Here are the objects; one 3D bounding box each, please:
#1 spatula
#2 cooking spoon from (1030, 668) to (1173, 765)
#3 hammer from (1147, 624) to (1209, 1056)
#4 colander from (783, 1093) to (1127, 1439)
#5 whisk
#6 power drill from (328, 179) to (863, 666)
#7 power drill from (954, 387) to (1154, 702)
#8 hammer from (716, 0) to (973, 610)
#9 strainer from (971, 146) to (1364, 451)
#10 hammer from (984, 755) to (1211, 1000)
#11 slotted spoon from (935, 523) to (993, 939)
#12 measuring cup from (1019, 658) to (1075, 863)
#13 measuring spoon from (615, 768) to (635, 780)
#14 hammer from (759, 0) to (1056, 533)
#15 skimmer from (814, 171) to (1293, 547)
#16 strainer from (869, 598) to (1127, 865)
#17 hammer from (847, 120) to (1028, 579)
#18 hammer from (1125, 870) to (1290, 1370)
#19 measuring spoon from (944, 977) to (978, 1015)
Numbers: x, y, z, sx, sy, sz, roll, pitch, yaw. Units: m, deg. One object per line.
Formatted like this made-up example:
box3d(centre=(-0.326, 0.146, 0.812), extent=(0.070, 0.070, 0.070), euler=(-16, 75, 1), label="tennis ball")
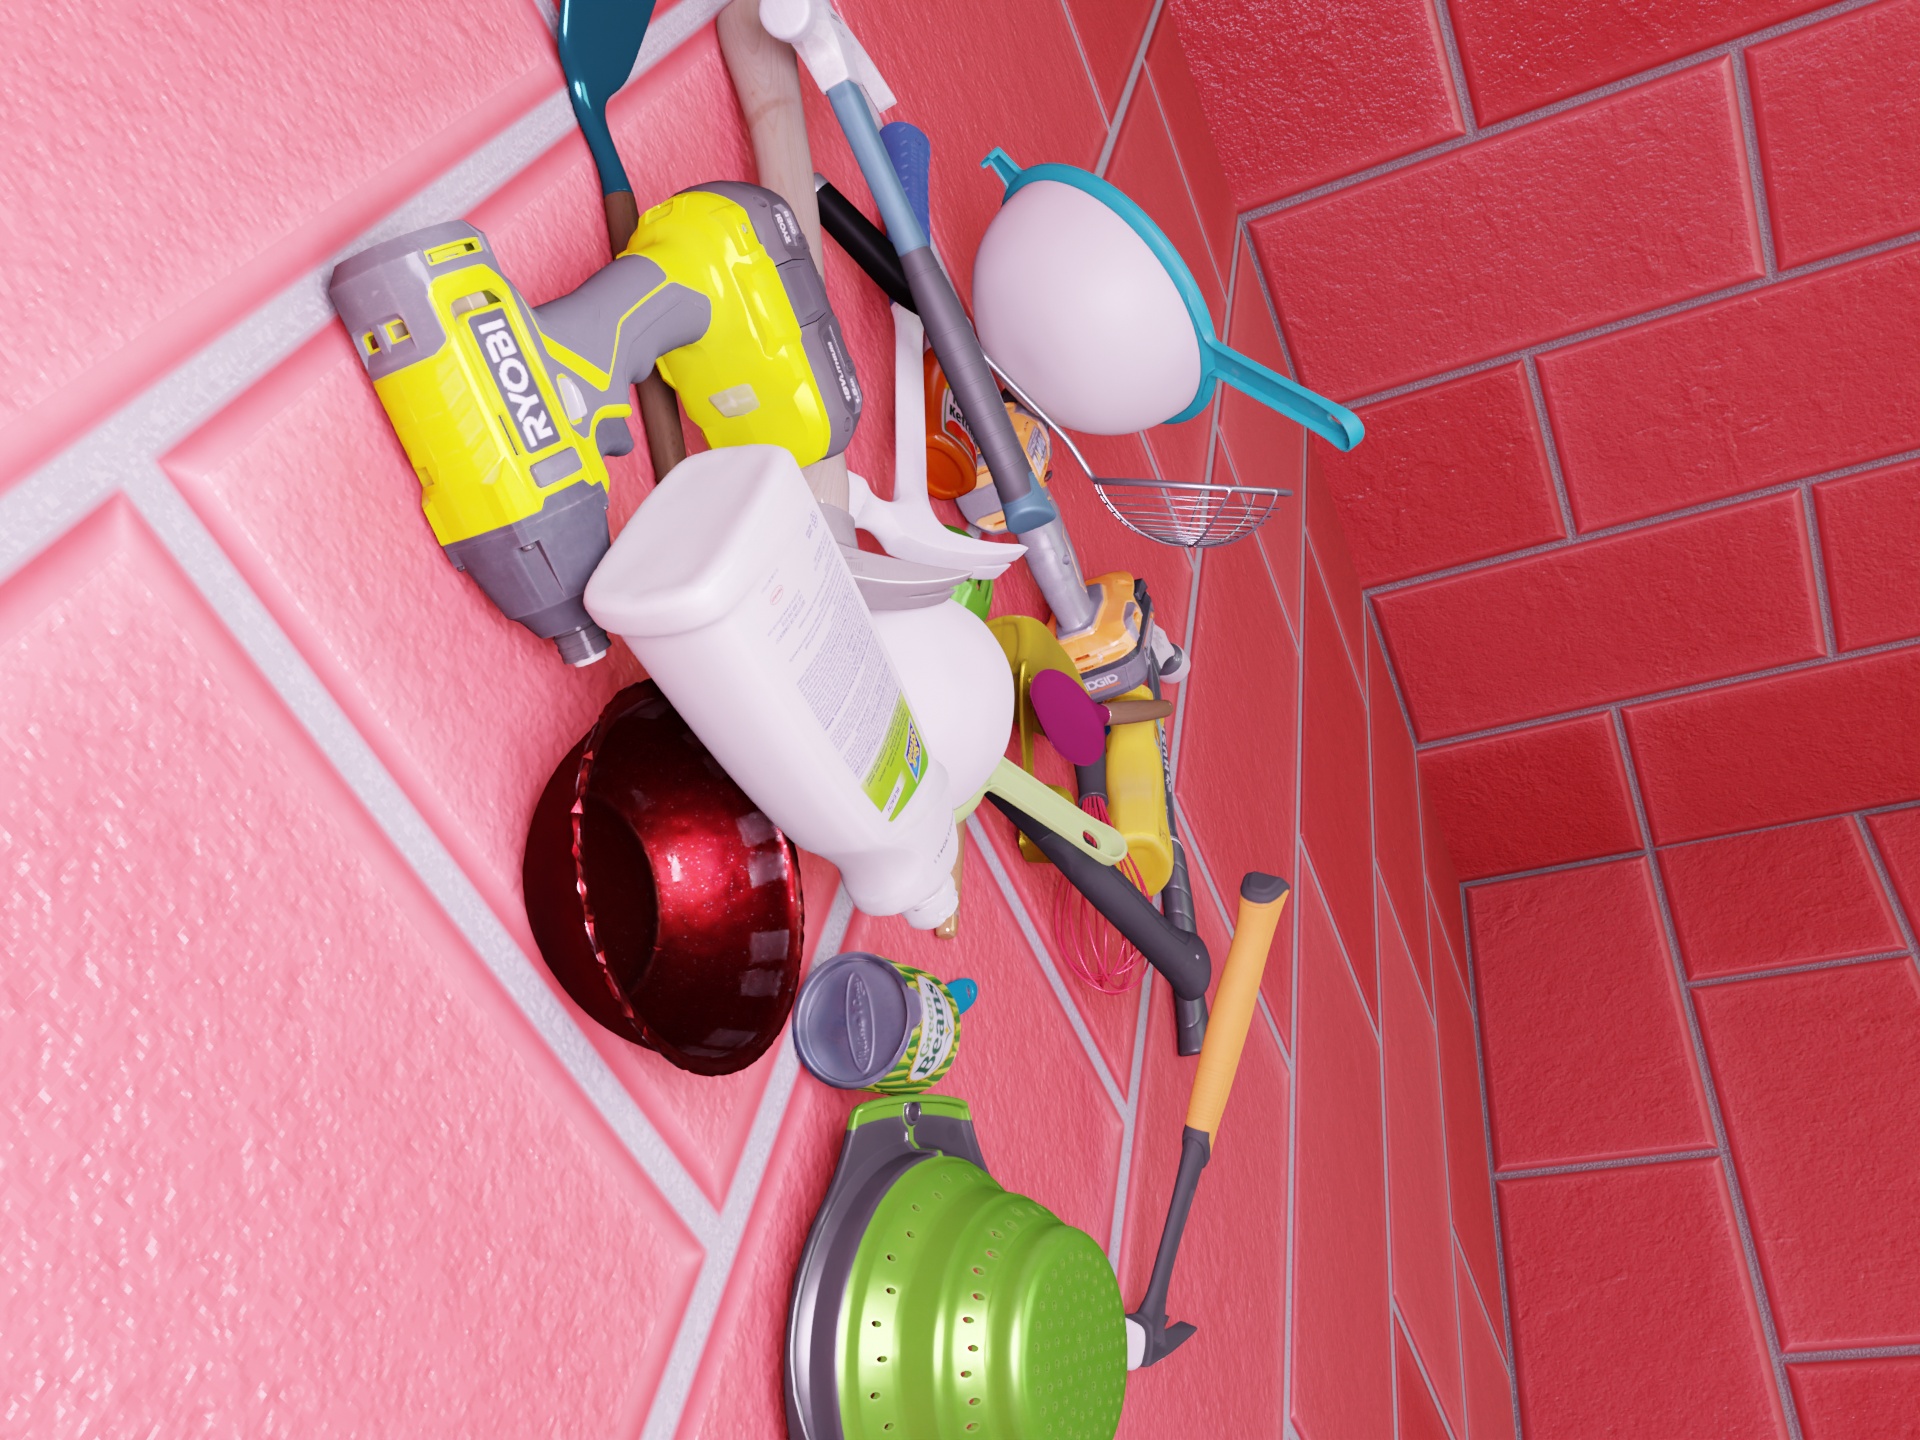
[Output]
box3d(centre=(-0.154, -0.235, 0.779), extent=(0.082, 0.044, 0.317), euler=(-1, 79, -71), label="spatula")
box3d(centre=(0.107, -0.004, 1.138), extent=(0.069, 0.017, 0.319), euler=(66, 21, 7), label="cooking spoon")
box3d(centre=(0.187, 0.095, 1.418), extent=(0.149, 0.036, 0.409), euler=(37, 44, -56), label="hammer")
box3d(centre=(0.019, 0.371, 0.719), extent=(0.204, 0.094, 0.397), euler=(18, 66, -57), label="colander")
box3d(centre=(0.100, 0.076, 1.189), extent=(0.296, 0.073, 0.073), euler=(-91, 155, -42), label="whisk")
box3d(centre=(-0.140, -0.136, 0.678), extent=(0.223, 0.080, 0.171), euler=(-43, 116, -51), label="power drill")
box3d(centre=(0.073, -0.146, 1.235), extent=(0.226, 0.084, 0.185), euler=(59, 25, -26), label="power drill")
box3d(centre=(-0.085, -0.249, 0.895), extent=(0.146, 0.038, 0.411), euler=(8, 61, -30), label="hammer")
box3d(centre=(0.115, -0.242, 1.085), extent=(0.341, 0.095, 0.210), euler=(39, -19, 35), label="strainer")
box3d(centre=(0.061, 0.080, 1.020), extent=(0.334, 0.035, 0.146), euler=(46, 40, -29), label="hammer")
box3d(centre=(-0.002, -0.003, 1.032), extent=(0.070, 0.031, 0.314), euler=(43, 40, -46), label="slotted spoon")
box3d(centre=(0.059, 0.029, 1.098), extent=(0.062, 0.029, 0.156), euler=(-54, 144, -56), label="measuring cup")
box3d(centre=(-0.135, -0.013, 0.737), extent=(0.034, 0.018, 0.124), euler=(64, 32, -29), label="measuring spoon")
box3d(centre=(-0.022, -0.264, 0.942), extent=(0.331, 0.033, 0.128), euler=(66, 16, -8), label="hammer")
box3d(centre=(0.054, -0.238, 1.022), extent=(0.363, 0.090, 0.127), euler=(43, 8, -5), label="skimmer")
box3d(centre=(0.020, 0.008, 0.906), extent=(0.256, 0.069, 0.152), euler=(35, 46, -27), label="strainer")
box3d(centre=(-0.030, -0.260, 1.058), extent=(0.144, 0.035, 0.406), euler=(23, 47, -30), label="hammer")
box3d(centre=(0.171, 0.269, 1.094), extent=(0.127, 0.034, 0.337), euler=(25, 80, -64), label="hammer")
box3d(centre=(-0.008, 0.167, 0.916), extent=(0.128, 0.021, 0.042), euler=(-10, 87, -67), label="measuring spoon")
